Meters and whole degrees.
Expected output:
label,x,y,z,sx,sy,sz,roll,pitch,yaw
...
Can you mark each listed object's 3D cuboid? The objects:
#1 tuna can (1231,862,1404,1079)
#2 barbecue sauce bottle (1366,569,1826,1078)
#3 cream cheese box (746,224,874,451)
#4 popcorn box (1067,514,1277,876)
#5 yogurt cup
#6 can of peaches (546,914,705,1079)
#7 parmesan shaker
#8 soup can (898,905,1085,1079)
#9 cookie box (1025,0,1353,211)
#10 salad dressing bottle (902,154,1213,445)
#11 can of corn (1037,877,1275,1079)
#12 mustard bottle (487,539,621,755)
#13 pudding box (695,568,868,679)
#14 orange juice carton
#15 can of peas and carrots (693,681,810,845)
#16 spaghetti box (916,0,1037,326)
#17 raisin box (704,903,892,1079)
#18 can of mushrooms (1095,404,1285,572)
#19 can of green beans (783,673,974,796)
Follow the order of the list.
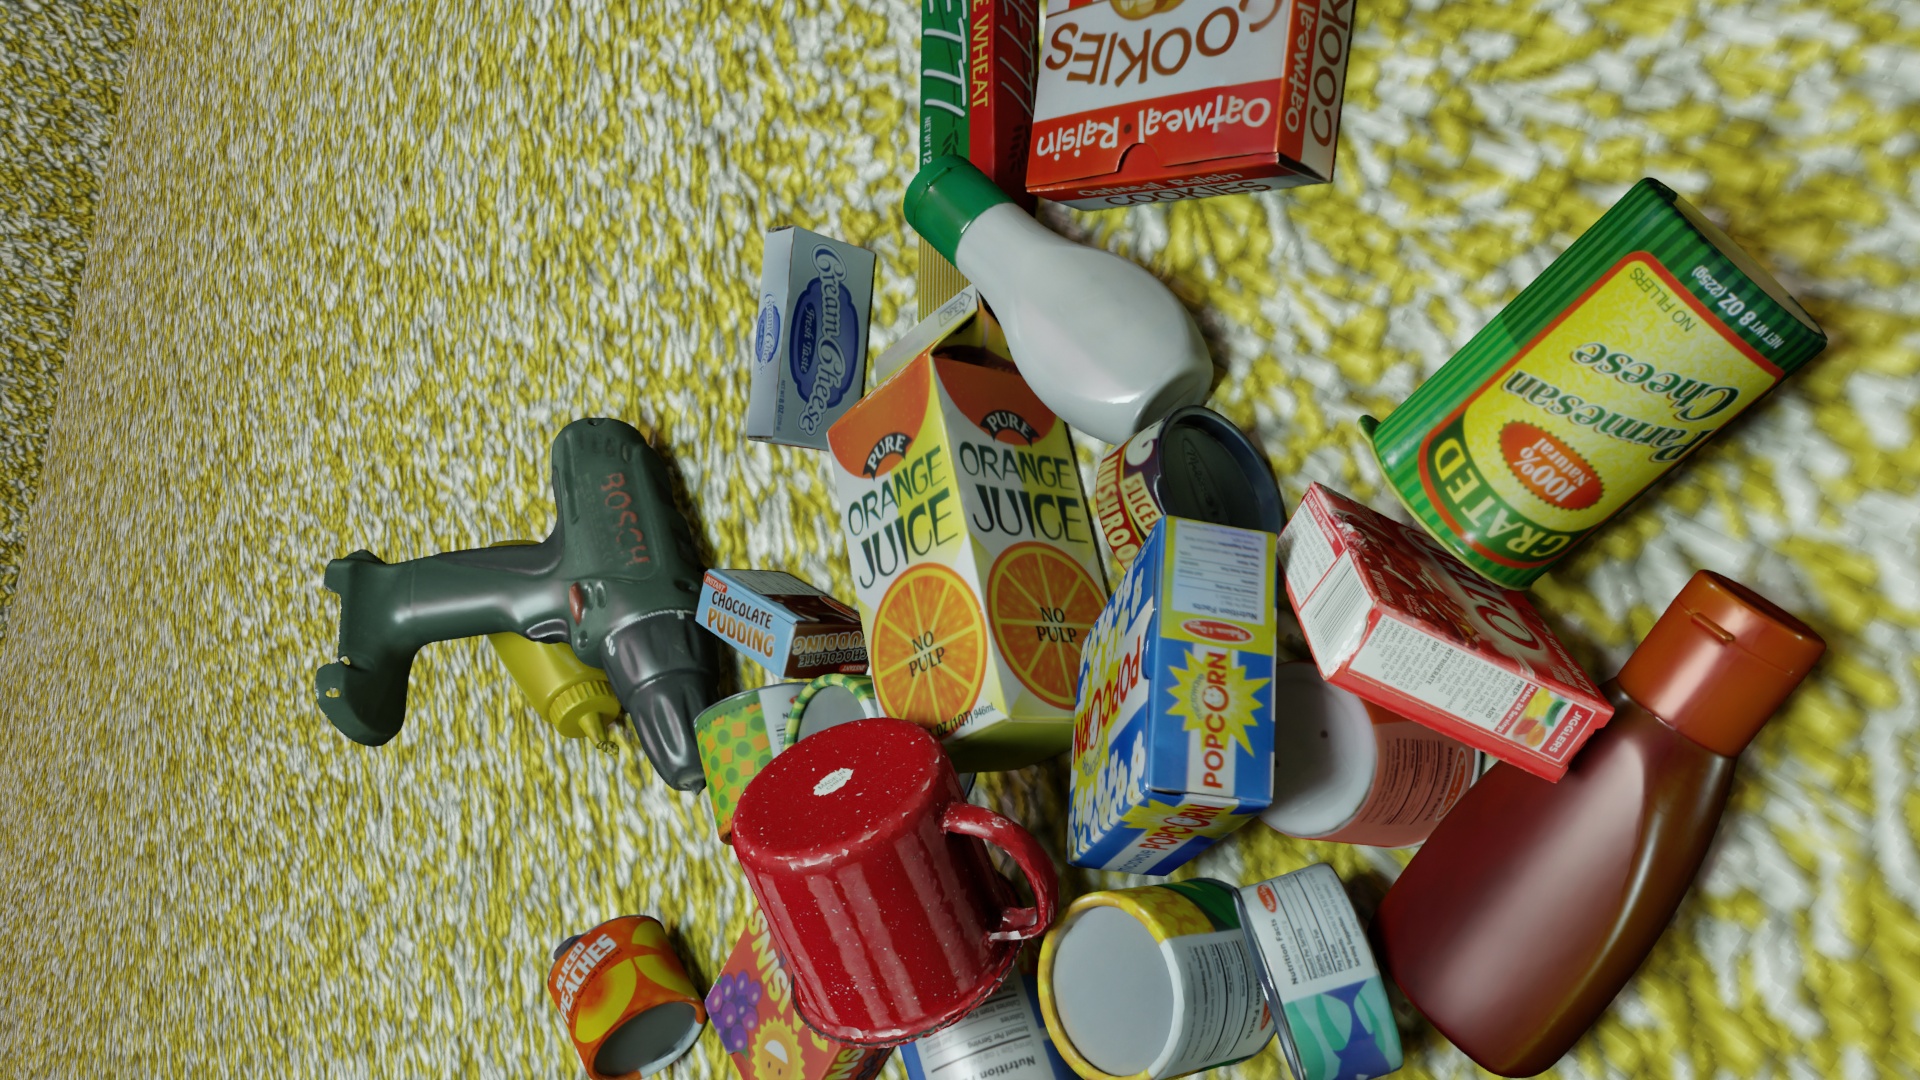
label,x,y,z,sx,sy,sz,roll,pitch,yaw
tuna can,0.112,0.139,0.438,0.033,0.071,0.071,-18,67,3
barbecue sauce bottle,0.180,0.078,0.393,0.065,0.044,0.148,49,118,44
cream cheese box,-0.072,-0.096,0.677,0.024,0.053,0.104,2,86,45
popcorn box,0.066,0.056,0.454,0.126,0.038,0.085,106,172,-66
yogurt cup,0.123,0.066,0.446,0.072,0.054,0.072,-7,81,46
can of peaches,-0.176,0.240,0.726,0.058,0.071,0.071,47,118,38
parmesan shaker,0.175,-0.045,0.394,0.102,0.071,0.071,-49,53,31
soup can,0.009,0.194,0.542,0.071,0.071,0.084,-43,55,35
cookie box,0.089,-0.216,0.532,0.123,0.040,0.167,7,90,47
salad dressing bottle,0.034,-0.098,0.548,0.064,0.044,0.148,-41,64,-2
can of corn,0.068,0.154,0.489,0.071,0.058,0.071,-8,78,46
mustard bottle,-0.239,0.068,0.824,0.048,0.065,0.161,-51,55,24
pudding box,-0.086,0.040,0.675,0.084,0.050,0.030,24,104,46
orange juice carton,0.002,-0.007,0.571,0.071,0.073,0.193,-31,62,42
can of peas and carrots,-0.089,0.107,0.656,0.070,0.071,0.059,-37,60,38
spaghetti box,0.008,-0.219,0.627,0.050,0.029,0.250,-7,80,45
raisin box,-0.063,0.201,0.636,0.086,0.040,0.123,47,118,39
can of mushrooms,0.080,-0.011,0.490,0.033,0.071,0.071,-29,64,43
can of green beans,-0.036,0.092,0.608,0.071,0.058,0.071,-8,79,46
